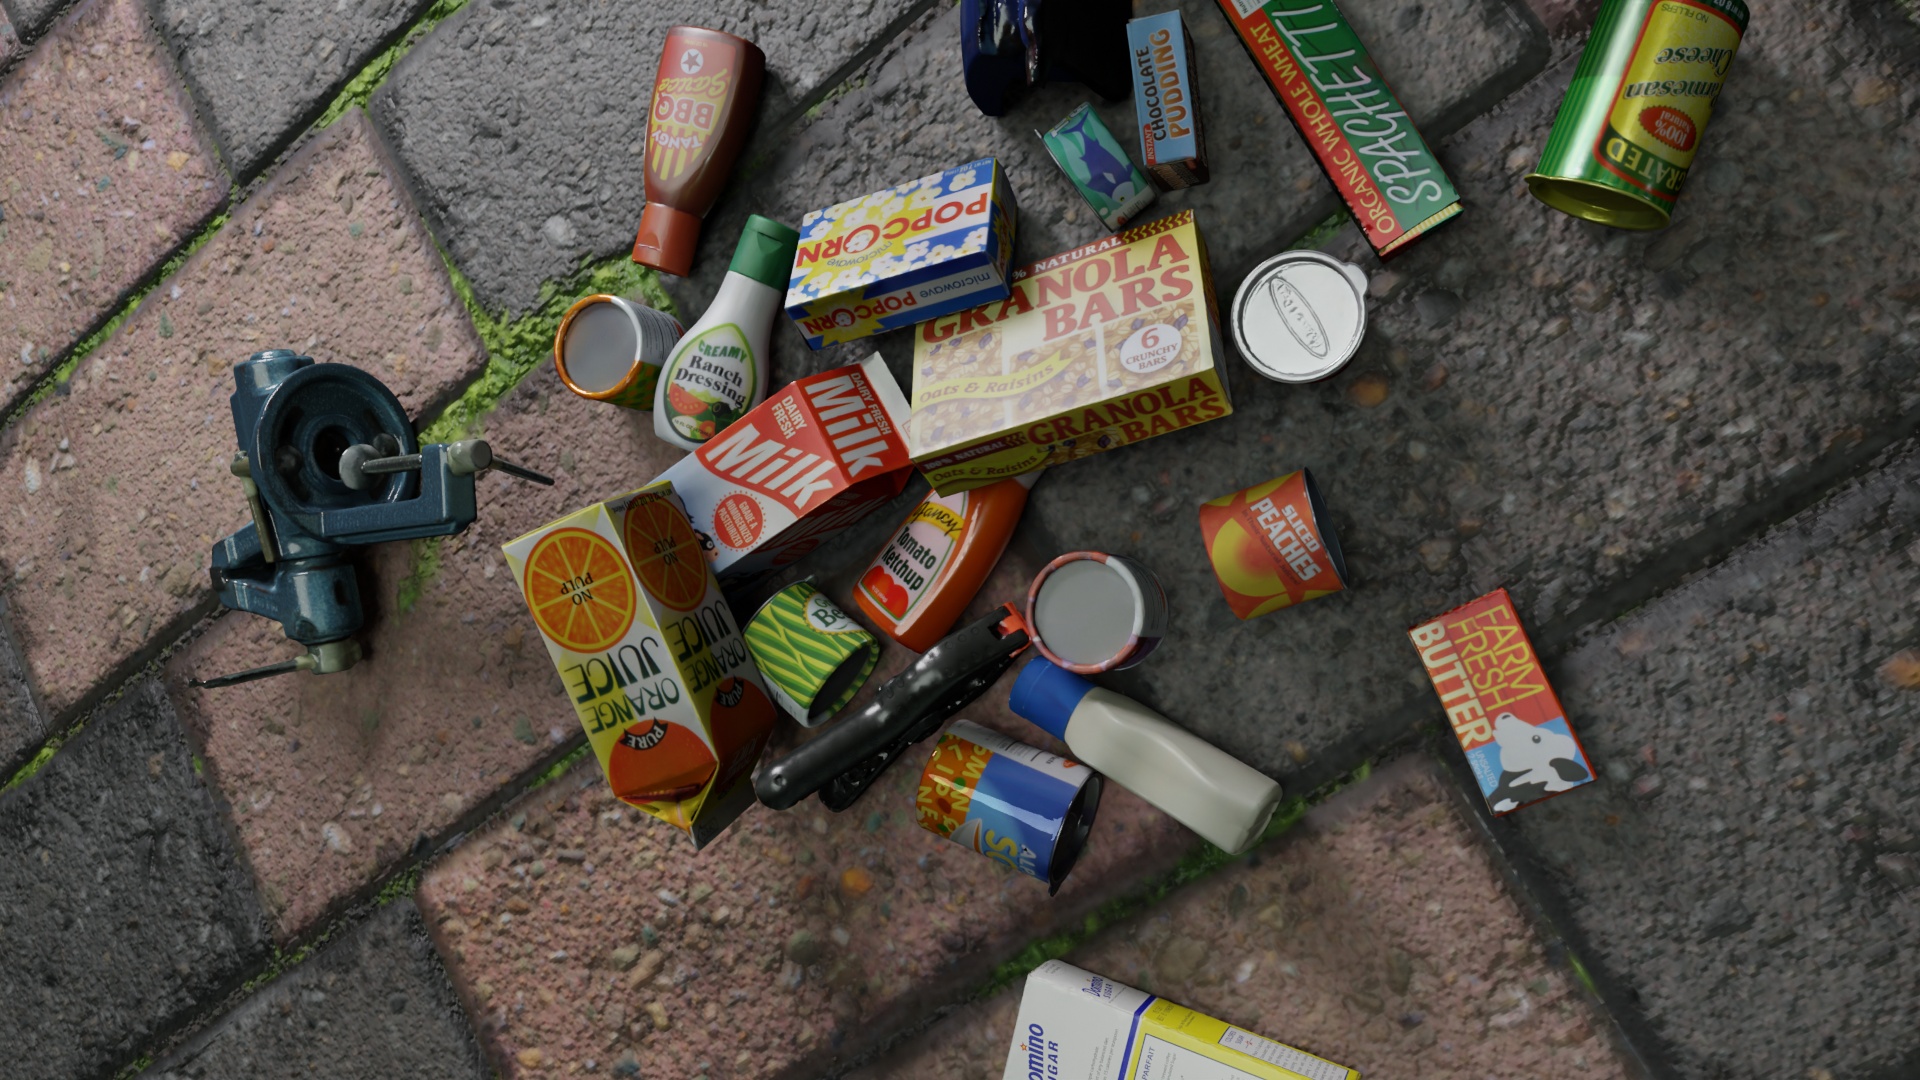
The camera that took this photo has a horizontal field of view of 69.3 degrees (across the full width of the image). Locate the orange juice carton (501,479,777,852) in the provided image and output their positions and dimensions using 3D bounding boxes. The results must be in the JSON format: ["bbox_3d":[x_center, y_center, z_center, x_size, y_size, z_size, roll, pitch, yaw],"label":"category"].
[{"bbox_3d":[-0.166,0.071,0.765,0.073,0.072,0.192,-22,94,22],"label":"orange juice carton"}]

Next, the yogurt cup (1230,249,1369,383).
[{"bbox_3d":[0.179,-0.112,0.723,0.072,0.054,0.072,-1,87,21],"label":"yogurt cup"}]

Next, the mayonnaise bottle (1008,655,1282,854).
[{"bbox_3d":[0.096,0.112,0.742,0.148,0.065,0.041,29,102,24],"label":"mayonnaise bottle"}]

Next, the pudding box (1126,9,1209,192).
[{"bbox_3d":[0.113,-0.239,0.756,0.030,0.050,0.083,-7,85,19],"label":"pudding box"}]

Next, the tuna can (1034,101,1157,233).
[{"bbox_3d":[0.074,-0.206,0.760,0.033,0.071,0.071,-37,76,15],"label":"tuna can"}]

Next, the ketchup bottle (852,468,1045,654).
[{"bbox_3d":[0.003,-0.010,0.787,0.148,0.043,0.065,-53,44,5],"label":"ketchup bottle"}]

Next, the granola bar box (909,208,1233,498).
[{"bbox_3d":[0.056,-0.100,0.747,0.165,0.039,0.125,-15,48,19],"label":"granola bar box"}]

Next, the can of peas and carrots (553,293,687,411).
[{"bbox_3d":[-0.212,-0.115,0.870,0.071,0.059,0.071,-1,87,21],"label":"can of peas and carrots"}]

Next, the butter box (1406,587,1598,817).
[{"bbox_3d":[0.270,0.080,0.695,0.053,0.024,0.103,-26,79,19],"label":"butter box"}]

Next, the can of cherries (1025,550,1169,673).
[{"bbox_3d":[0.072,0.040,0.754,0.071,0.058,0.071,-1,87,20],"label":"can of cherries"}]

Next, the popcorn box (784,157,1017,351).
[{"bbox_3d":[-0.033,-0.163,0.794,0.126,0.038,0.085,-12,49,20],"label":"popcorn box"}]

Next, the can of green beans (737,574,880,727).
[{"bbox_3d":[-0.089,0.066,0.810,0.058,0.071,0.071,38,101,18],"label":"can of green beans"}]

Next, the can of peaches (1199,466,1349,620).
[{"bbox_3d":[0.161,0.002,0.716,0.058,0.071,0.071,-20,81,20],"label":"can of peaches"}]

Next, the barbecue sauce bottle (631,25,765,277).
[{"bbox_3d":[-0.169,-0.241,0.868,0.065,0.044,0.148,17,94,20],"label":"barbecue sauce bottle"}]

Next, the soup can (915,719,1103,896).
[{"bbox_3d":[0.026,0.145,0.762,0.084,0.071,0.071,19,95,21],"label":"soup can"}]

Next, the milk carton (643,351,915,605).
[{"bbox_3d":[-0.108,-0.031,0.818,0.190,0.073,0.072,-33,77,16],"label":"milk carton"}]

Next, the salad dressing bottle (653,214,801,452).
[{"bbox_3d":[-0.139,-0.124,0.848,0.064,0.044,0.147,22,92,-5],"label":"salad dressing bottle"}]

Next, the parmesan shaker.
[{"bbox_3d":[0.322,-0.210,0.665,0.071,0.071,0.103,22,96,20],"label":"parmesan shaker"}]

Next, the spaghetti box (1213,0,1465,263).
[{"bbox_3d":[0.183,-0.263,0.742,0.050,0.029,0.250,-31,77,17],"label":"spaghetti box"}]
